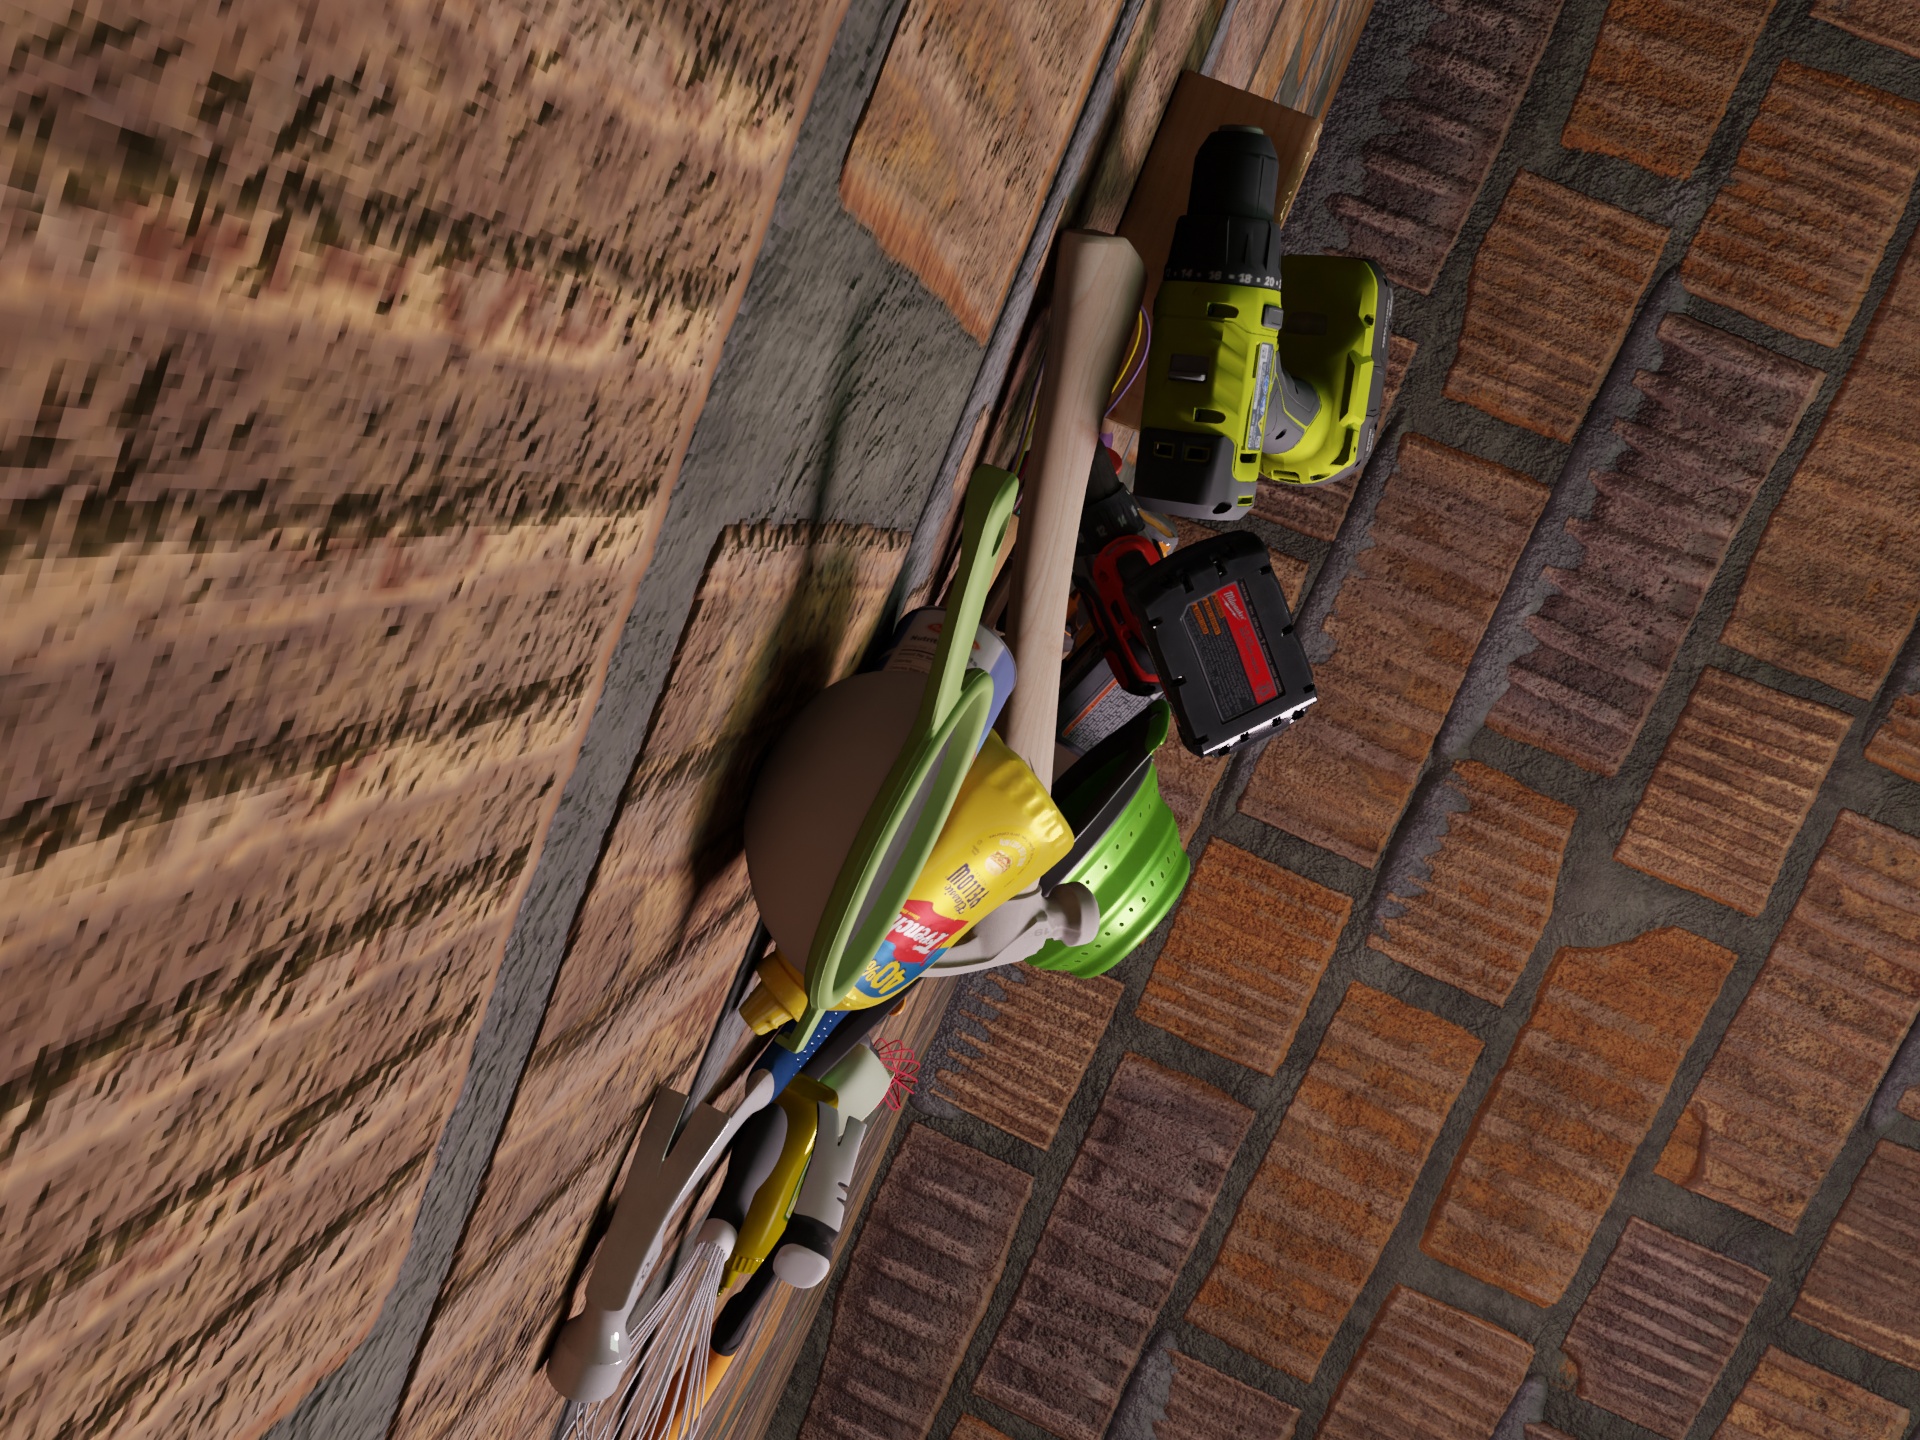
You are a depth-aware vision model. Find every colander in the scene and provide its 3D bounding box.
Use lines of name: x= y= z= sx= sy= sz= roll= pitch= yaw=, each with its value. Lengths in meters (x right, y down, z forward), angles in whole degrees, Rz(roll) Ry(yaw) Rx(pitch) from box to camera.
colander: x=0.030 y=0.159 z=1.085 sx=0.397 sy=0.094 sz=0.204 roll=-46 pitch=-176 yaw=17

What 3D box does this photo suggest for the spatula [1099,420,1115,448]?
spatula: x=0.121 y=-0.251 z=1.272 sx=0.060 sy=0.018 sz=0.315 roll=-55 pitch=171 yaw=-19

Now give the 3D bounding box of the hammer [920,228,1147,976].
hammer: x=0.033 y=-0.049 z=0.849 sx=0.038 sy=0.146 sz=0.410 roll=38 pitch=-52 yaw=52

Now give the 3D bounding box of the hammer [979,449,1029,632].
hammer: x=-0.020 y=0.001 z=0.941 sx=0.130 sy=0.031 sz=0.331 roll=98 pitch=17 yaw=-67

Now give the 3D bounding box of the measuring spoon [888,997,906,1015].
measuring spoon: x=-0.057 y=0.187 z=1.200 sx=0.021 sy=0.011 sz=0.117 roll=-30 pitch=-154 yaw=3

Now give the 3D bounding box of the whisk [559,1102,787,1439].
whisk: x=-0.155 y=0.328 z=0.924 sx=0.285 sy=0.070 sz=0.070 roll=-67 pitch=177 yaw=-55

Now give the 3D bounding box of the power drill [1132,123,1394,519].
power drill: x=0.168 y=-0.211 z=0.872 sx=0.228 sy=0.080 sz=0.190 roll=-16 pitch=115 yaw=-59

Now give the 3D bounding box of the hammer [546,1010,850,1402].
hammer: x=-0.112 y=0.205 z=0.886 sx=0.405 sy=0.035 sz=0.144 roll=-42 pitch=155 yaw=-76

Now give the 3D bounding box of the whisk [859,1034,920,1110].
whisk: x=-0.084 y=0.320 z=1.496 sx=0.295 sy=0.073 sz=0.073 roll=75 pitch=39 yaw=-70

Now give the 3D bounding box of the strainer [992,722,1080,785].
strainer: x=0.067 y=0.017 z=1.422 sx=0.211 sy=0.095 sz=0.340 roll=-56 pitch=-178 yaw=39

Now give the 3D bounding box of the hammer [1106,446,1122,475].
hammer: x=0.086 y=-0.115 z=1.405 sx=0.358 sy=0.037 sz=0.149 roll=103 pitch=12 yaw=-62

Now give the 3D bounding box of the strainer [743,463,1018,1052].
strainer: x=-0.037 y=-0.001 z=0.607 sx=0.151 sy=0.069 sz=0.256 roll=-57 pitch=168 yaw=-45

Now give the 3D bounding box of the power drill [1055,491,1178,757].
power drill: x=0.098 y=-0.058 z=1.228 sx=0.185 sy=0.084 sz=0.226 roll=-48 pitch=-158 yaw=27

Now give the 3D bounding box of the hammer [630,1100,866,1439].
hammer: x=-0.152 y=0.391 z=1.012 sx=0.336 sy=0.034 sz=0.127 roll=-59 pitch=-172 yaw=28

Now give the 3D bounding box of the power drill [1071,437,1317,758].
power drill: x=0.117 y=-0.086 z=0.966 sx=0.080 sy=0.187 sz=0.227 roll=-26 pitch=-161 yaw=-4

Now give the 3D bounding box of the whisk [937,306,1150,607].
whisk: x=0.033 y=-0.136 z=0.881 sx=0.245 sy=0.051 sz=0.047 roll=-62 pitch=153 yaw=-1

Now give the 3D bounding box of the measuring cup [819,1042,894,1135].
measuring cup: x=-0.098 y=0.259 z=1.217 sx=0.083 sy=0.038 sz=0.168 roll=-35 pitch=-164 yaw=3

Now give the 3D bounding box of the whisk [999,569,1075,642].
whisk: x=0.045 y=-0.064 z=1.191 sx=0.246 sy=0.059 sz=0.057 roll=-62 pitch=158 yaw=-1
